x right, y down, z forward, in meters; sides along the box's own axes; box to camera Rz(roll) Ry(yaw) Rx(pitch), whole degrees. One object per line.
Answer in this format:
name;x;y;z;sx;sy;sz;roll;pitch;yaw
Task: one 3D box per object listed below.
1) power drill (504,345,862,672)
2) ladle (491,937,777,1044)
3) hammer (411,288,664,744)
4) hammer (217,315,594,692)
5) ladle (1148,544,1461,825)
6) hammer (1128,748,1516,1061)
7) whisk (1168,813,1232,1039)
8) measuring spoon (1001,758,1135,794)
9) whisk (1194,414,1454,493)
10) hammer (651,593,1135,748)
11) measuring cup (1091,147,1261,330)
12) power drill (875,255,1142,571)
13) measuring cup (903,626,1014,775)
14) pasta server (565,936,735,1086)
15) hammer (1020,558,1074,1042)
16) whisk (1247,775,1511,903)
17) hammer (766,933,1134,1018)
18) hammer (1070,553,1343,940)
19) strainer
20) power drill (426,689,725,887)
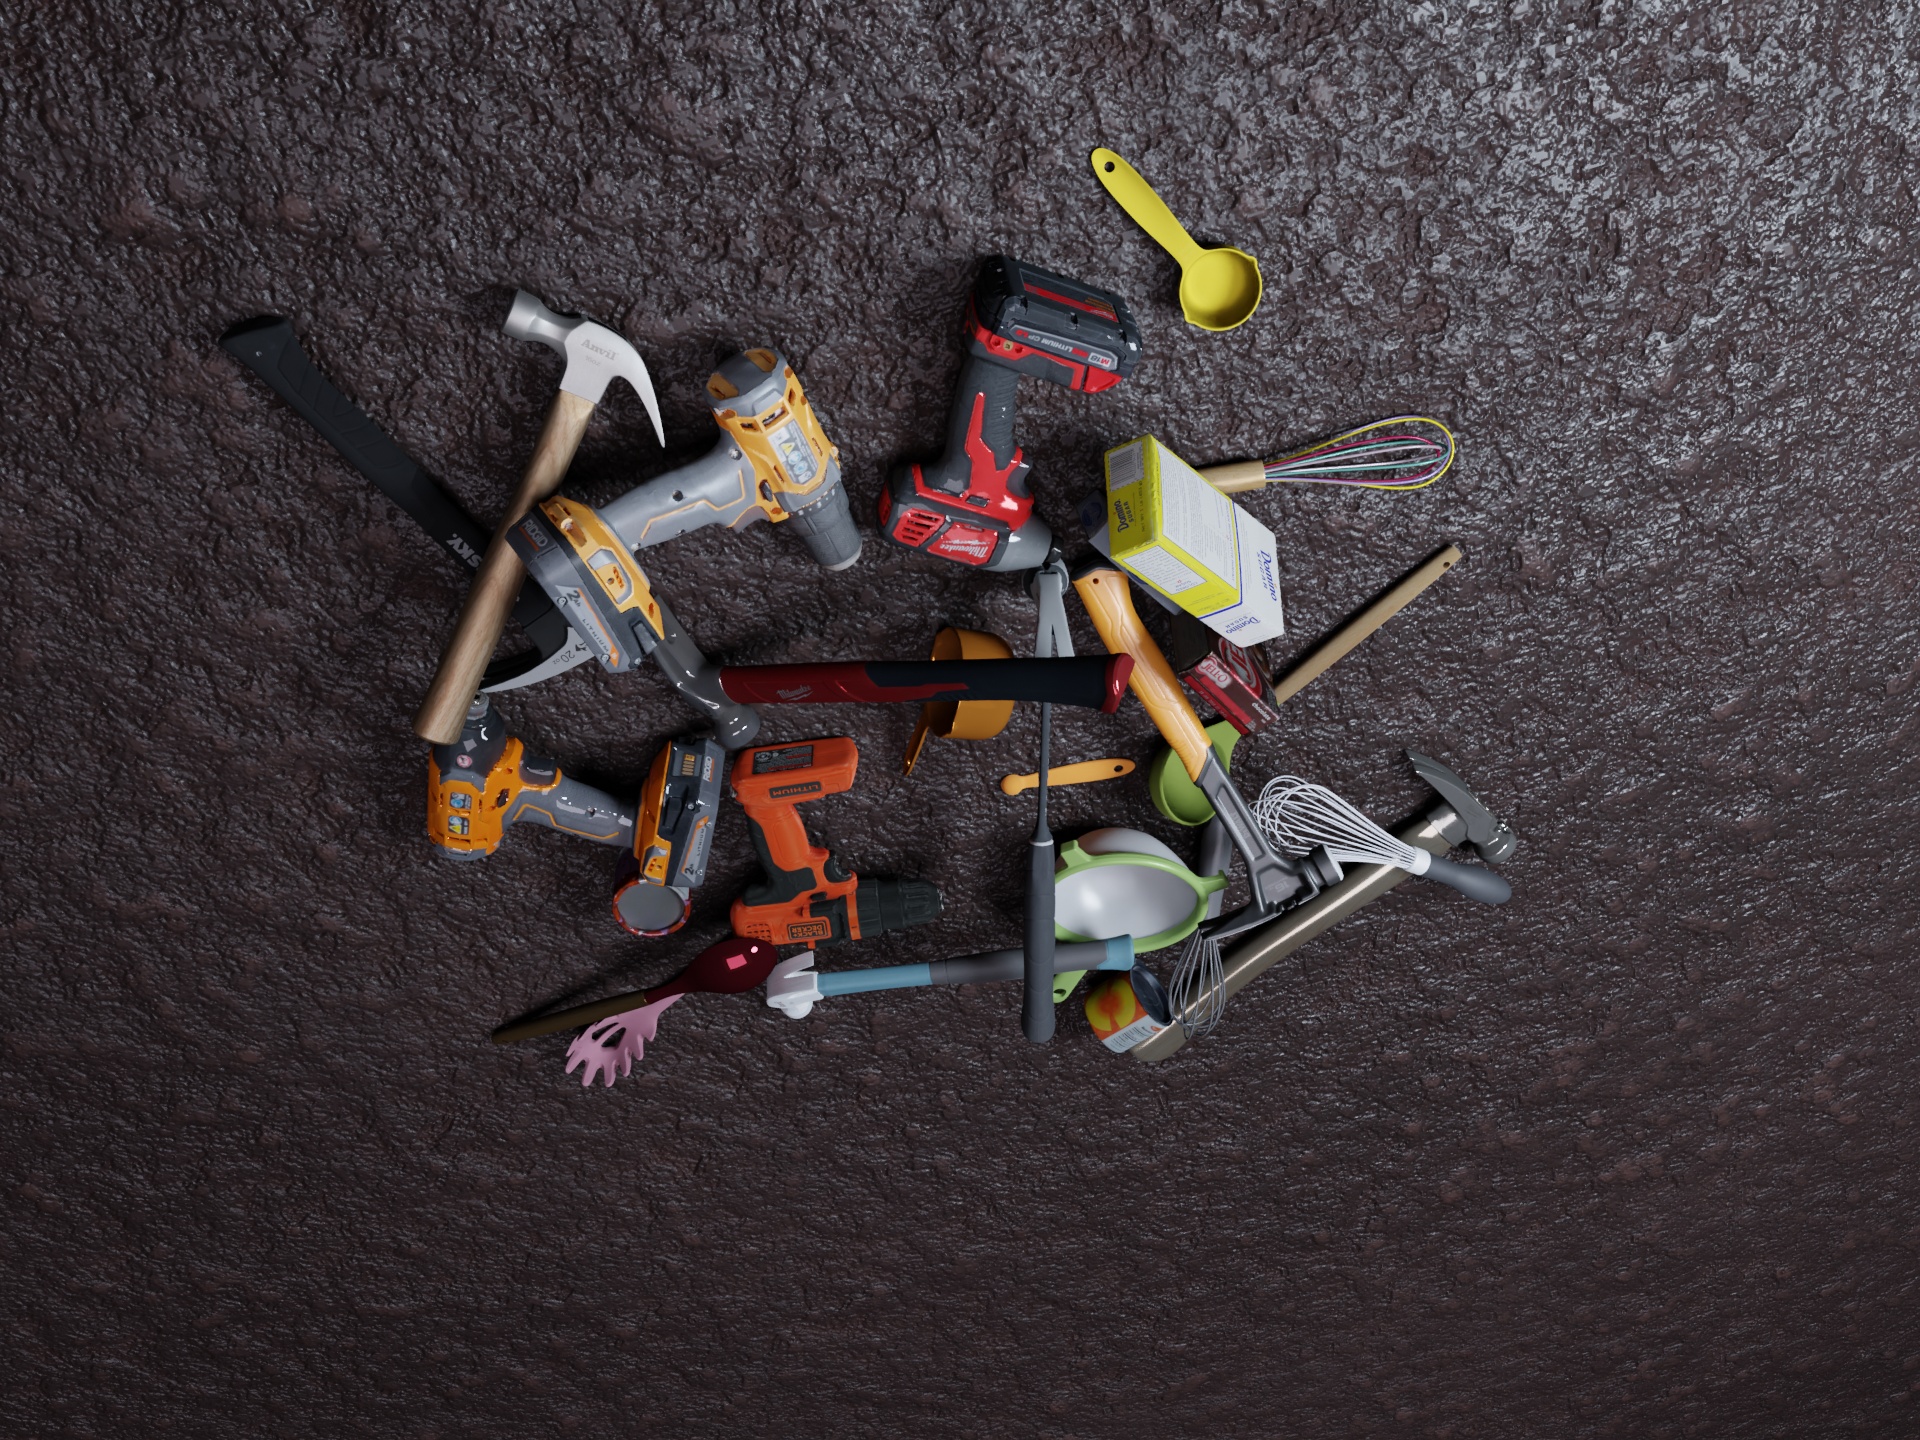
power drill;-0.181;-0.131;1.125;0.226;0.084;0.185;-38;137;-9
ladle;-0.297;0.248;1.409;0.315;0.031;0.069;-19;137;25
hammer;-0.314;-0.128;1.131;0.130;0.031;0.331;20;108;-24
hammer;-0.390;-0.154;1.143;0.146;0.035;0.334;-32;123;15
ladle;0.283;-0.029;1.305;0.320;0.062;0.078;-41;123;18
hammer;0.306;0.188;1.476;0.410;0.038;0.146;-40;119;21
whisk;0.221;0.184;1.438;0.055;0.055;0.238;1;113;-8
measuring spoon;0.093;0.049;1.363;0.117;0.011;0.021;-9;126;-1
whisk;0.250;-0.185;1.197;0.245;0.051;0.047;-9;132;3
hammer;-0.058;-0.039;1.147;0.386;0.038;0.143;-1;137;33
measuring cup;0.145;-0.335;1.092;0.062;0.029;0.156;-41;109;20
power drill;0.039;-0.204;1.138;0.143;0.079;0.219;15;125;-17
measuring cup;-0.002;-0.004;1.283;0.052;0.095;0.173;4;144;-18
pasta server;-0.234;0.232;1.438;0.316;0.040;0.060;-36;116;17
hammer;0.066;0.083;1.261;0.036;0.149;0.408;0;116;0
whisk;0.368;0.112;1.378;0.284;0.070;0.070;20;121;-23
hammer;-0.011;0.222;1.405;0.331;0.033;0.128;-7;158;6
hammer;0.175;0.019;1.273;0.127;0.034;0.336;-29;104;10
strainer;0.124;0.170;1.433;0.151;0.069;0.256;12;141;-12
power drill;-0.307;0.052;1.264;0.226;0.084;0.164;9;133;-10
